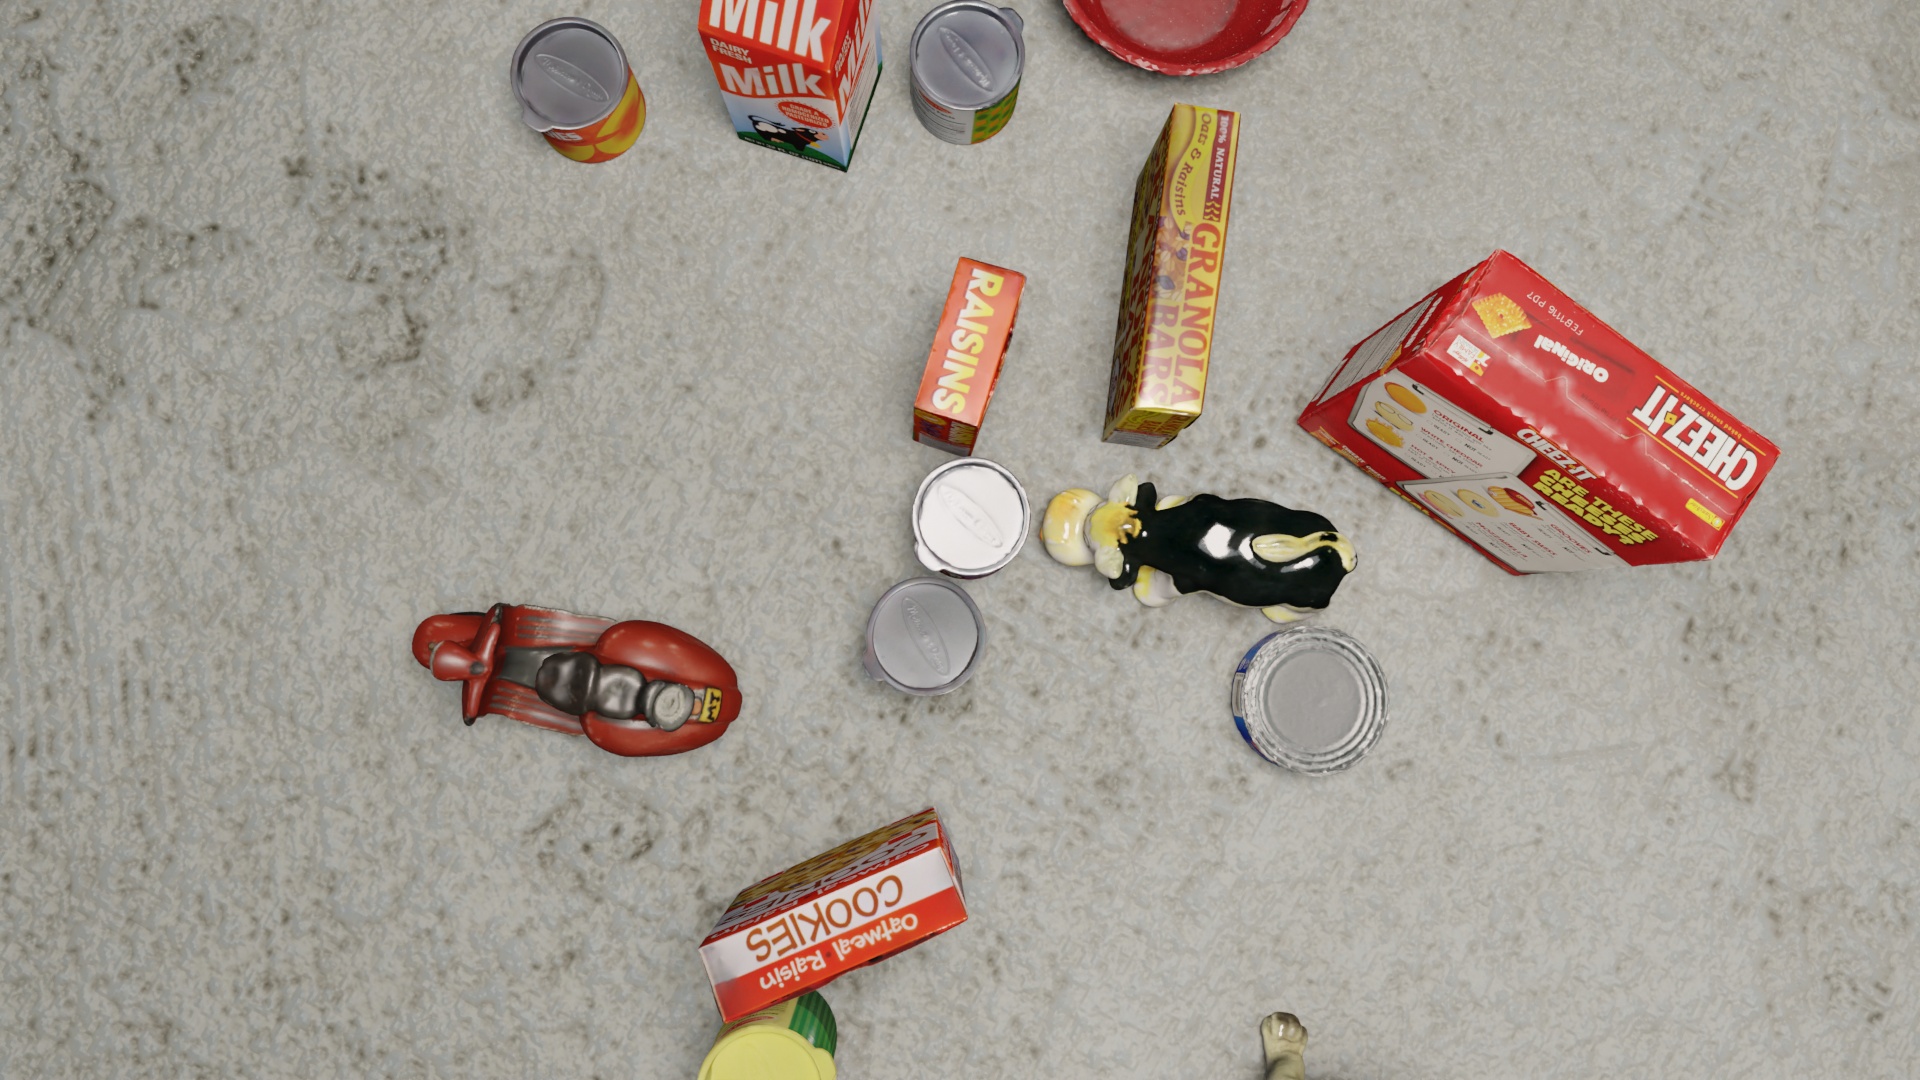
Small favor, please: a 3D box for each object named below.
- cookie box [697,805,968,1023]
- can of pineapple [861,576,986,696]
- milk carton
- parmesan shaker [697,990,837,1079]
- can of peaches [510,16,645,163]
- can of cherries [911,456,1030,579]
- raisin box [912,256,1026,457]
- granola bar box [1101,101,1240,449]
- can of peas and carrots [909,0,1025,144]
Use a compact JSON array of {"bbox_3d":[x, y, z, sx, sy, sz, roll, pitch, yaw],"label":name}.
[{"bbox_3d":[-0.060,0.188,0.720,0.123,0.167,0.040,-23,87,-4],"label":"cookie box"},{"bbox_3d":[-0.022,0.055,0.788,0.071,0.058,0.071,0,85,-2],"label":"can of pineapple"},{"bbox_3d":[-0.089,-0.273,0.748,0.072,0.190,0.073,18,85,0],"label":"milk carton"},{"bbox_3d":[-0.098,0.278,0.743,0.071,0.103,0.071,0,85,-2],"label":"parmesan shaker"},{"bbox_3d":[-0.222,-0.259,0.809,0.071,0.058,0.071,0,85,-2],"label":"can of peaches"},{"bbox_3d":[0.003,-0.010,0.795,0.071,0.058,0.071,0,85,-2],"label":"can of cherries"},{"bbox_3d":[0.003,-0.097,0.770,0.040,0.123,0.086,18,85,0],"label":"raisin box"},{"bbox_3d":[0.116,-0.141,0.777,0.039,0.124,0.165,8,85,-1],"label":"granola bar box"},{"bbox_3d":[0.005,-0.276,0.818,0.071,0.058,0.071,0,85,-2],"label":"can of peas and carrots"}]
